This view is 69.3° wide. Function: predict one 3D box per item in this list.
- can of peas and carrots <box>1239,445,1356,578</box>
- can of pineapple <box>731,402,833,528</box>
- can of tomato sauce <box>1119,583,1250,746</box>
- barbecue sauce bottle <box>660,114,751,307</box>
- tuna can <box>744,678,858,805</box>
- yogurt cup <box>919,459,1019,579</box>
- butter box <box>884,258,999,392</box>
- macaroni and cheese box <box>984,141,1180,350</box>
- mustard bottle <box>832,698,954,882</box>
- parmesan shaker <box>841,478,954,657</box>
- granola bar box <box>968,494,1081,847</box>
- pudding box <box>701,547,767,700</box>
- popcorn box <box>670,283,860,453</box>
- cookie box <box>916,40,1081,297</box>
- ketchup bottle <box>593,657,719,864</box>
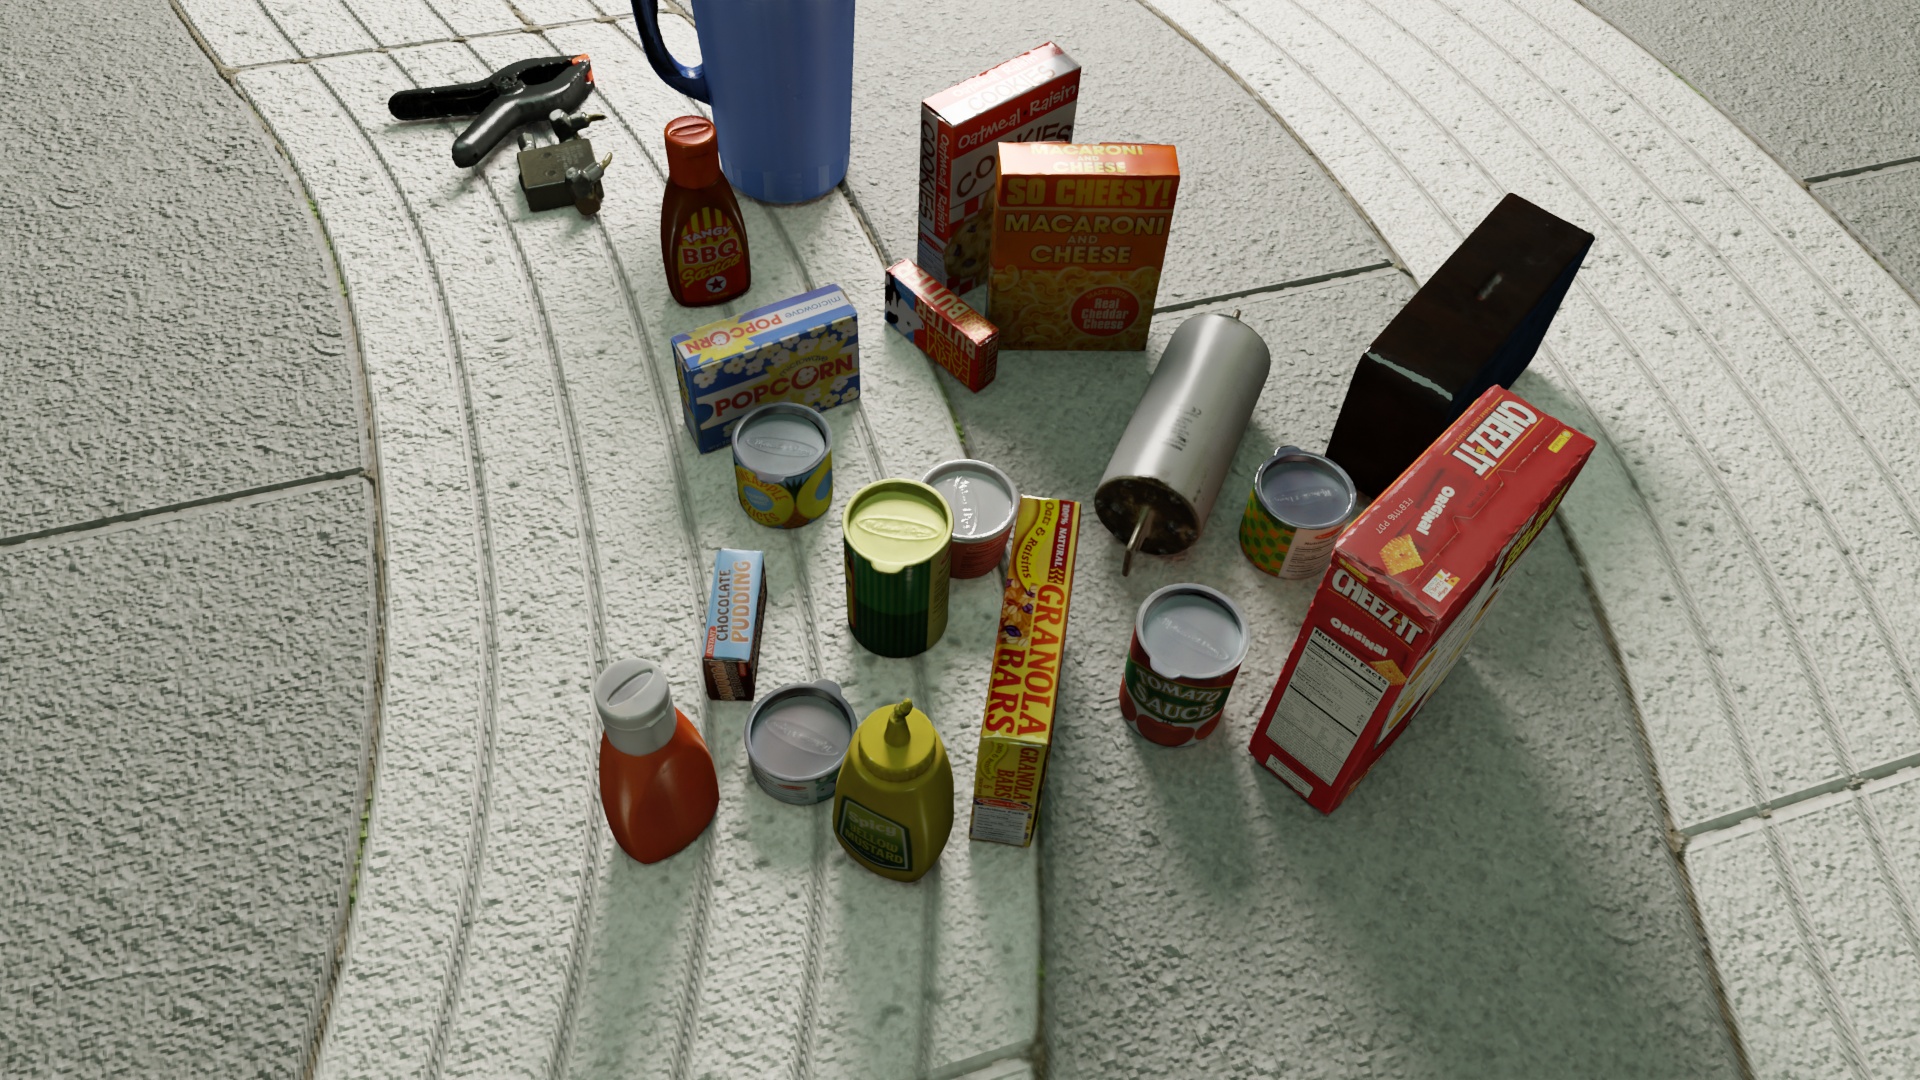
[{"bbox_3d":[0.223,-0.018,0.929,0.071,0.058,0.071,2,53,-2],"label":"can of peas and carrots"},{"bbox_3d":[-0.120,-0.049,0.933,0.071,0.057,0.071,2,53,-2],"label":"can of pineapple"},{"bbox_3d":[0.132,0.078,0.835,0.071,0.082,0.071,2,53,-2],"label":"can of tomato sauce"},{"bbox_3d":[-0.191,-0.240,1.019,0.065,0.147,0.044,-17,56,-15],"label":"barbecue sauce bottle"},{"bbox_3d":[-0.092,0.118,0.822,0.071,0.032,0.071,2,53,-2],"label":"tuna can"},{"bbox_3d":[0.003,-0.011,0.914,0.072,0.053,0.073,2,53,-2],"label":"yogurt cup"},{"bbox_3d":[-0.014,-0.159,1.027,0.024,0.052,0.104,-35,62,-26],"label":"butter box"},{"bbox_3d":[0.083,-0.208,0.999,0.124,0.165,0.040,0,53,-3],"label":"macaroni and cheese box"},{"bbox_3d":[-0.036,0.128,0.739,0.065,0.159,0.049,23,55,14],"label":"mustard bottle"},{"bbox_3d":[-0.040,0.021,0.856,0.071,0.102,0.071,2,53,-2],"label":"parmesan shaker"},{"bbox_3d":[0.038,0.075,0.806,0.039,0.123,0.166,9,53,3],"label":"granola bar box"},{"bbox_3d":[-0.139,0.051,0.860,0.030,0.049,0.084,2,53,-1],"label":"pudding box"},{"bbox_3d":[-0.133,-0.120,0.970,0.127,0.084,0.038,-22,57,-19],"label":"popcorn box"},{"bbox_3d":[0.026,-0.275,1.046,0.123,0.166,0.040,-33,61,-25],"label":"cookie box"},{"bbox_3d":[-0.166,0.117,0.746,0.043,0.148,0.065,37,59,22],"label":"ketchup bottle"}]
